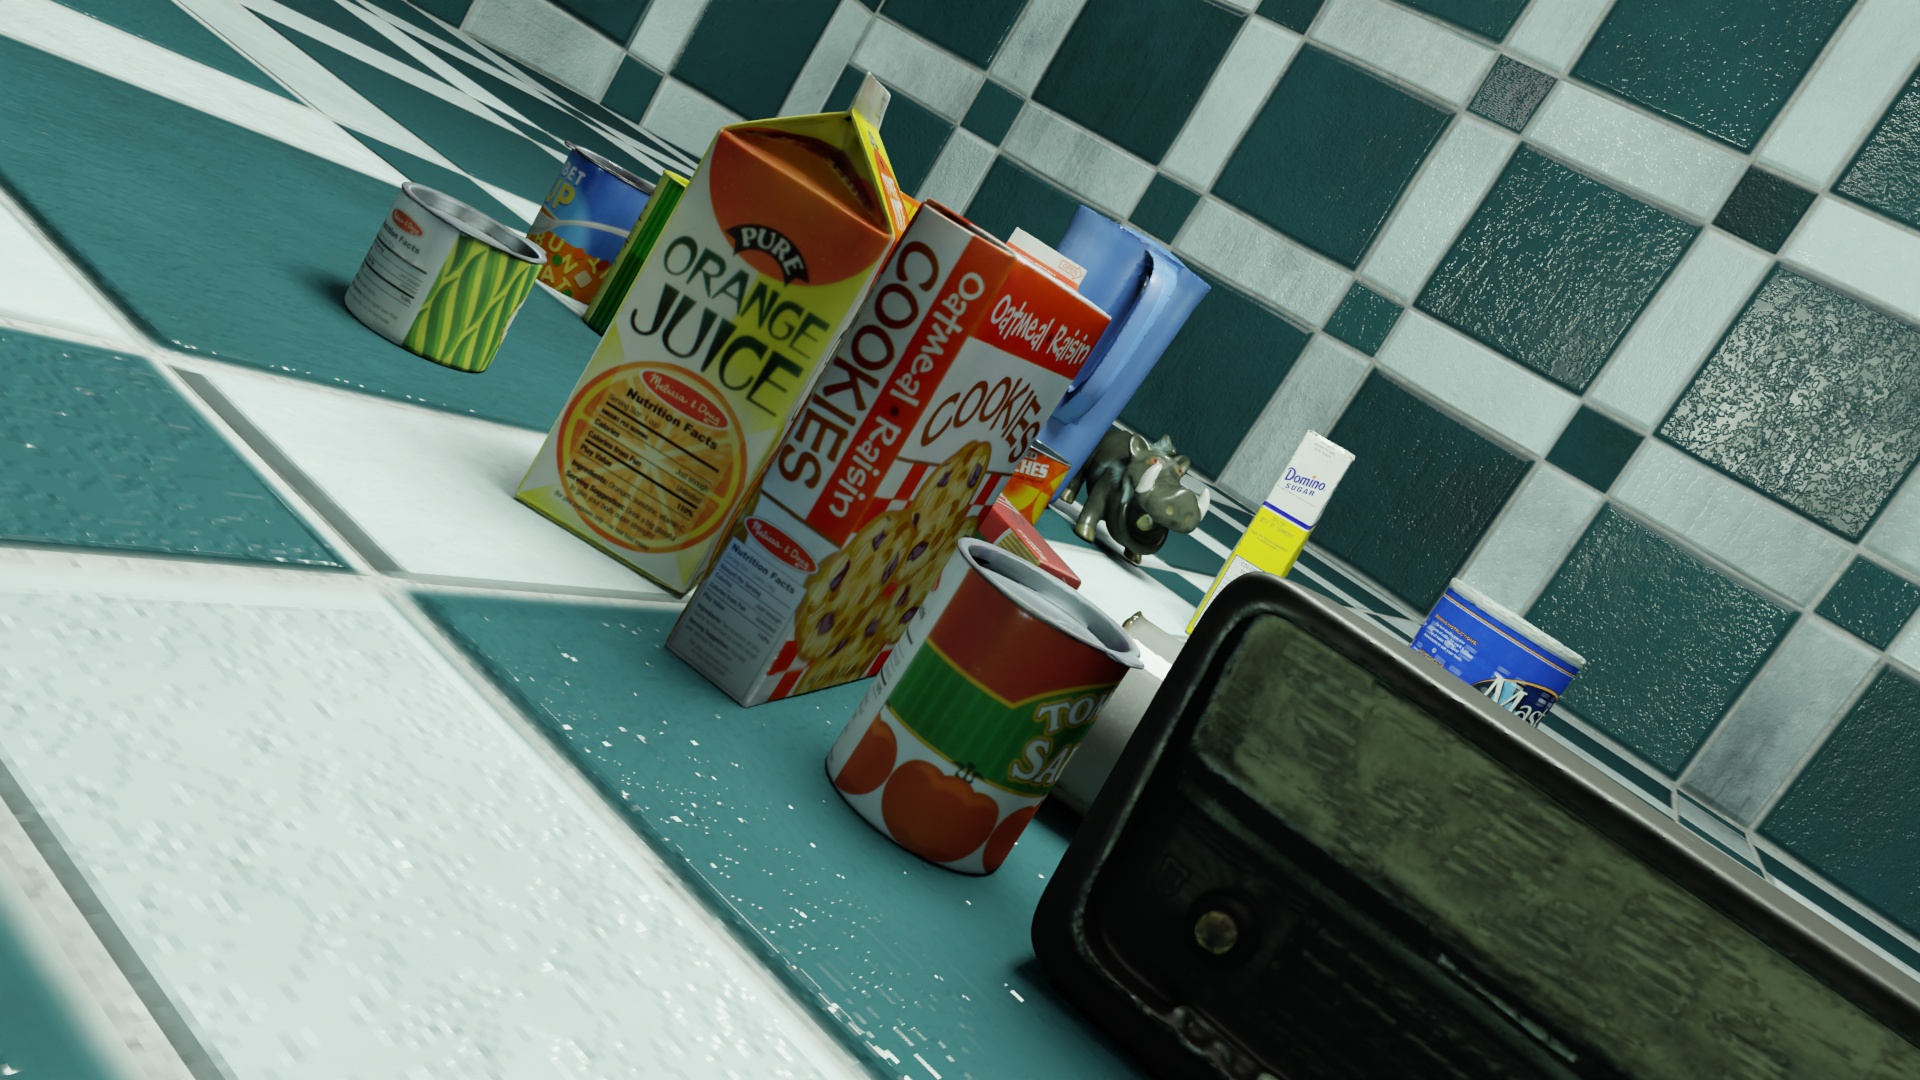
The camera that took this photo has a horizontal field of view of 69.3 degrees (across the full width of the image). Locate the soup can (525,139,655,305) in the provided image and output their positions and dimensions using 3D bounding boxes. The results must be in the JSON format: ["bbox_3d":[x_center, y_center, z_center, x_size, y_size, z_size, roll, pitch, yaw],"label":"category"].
[{"bbox_3d":[-0.242,-0.204,0.898,0.071,0.083,0.071,31,10,-6],"label":"soup can"}]

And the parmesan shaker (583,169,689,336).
[{"bbox_3d":[-0.176,-0.164,0.851,0.071,0.103,0.071,31,10,-6],"label":"parmesan shaker"}]

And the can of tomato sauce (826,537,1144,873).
[{"bbox_3d":[0.008,0.052,0.435,0.071,0.083,0.071,31,10,-6],"label":"can of tomato sauce"}]

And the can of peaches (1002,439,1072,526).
[{"bbox_3d":[0.043,-0.051,1.074,0.071,0.058,0.071,31,10,-6],"label":"can of peaches"}]

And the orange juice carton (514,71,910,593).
[{"bbox_3d":[-0.078,-0.083,0.513,0.073,0.192,0.072,31,10,-2],"label":"orange juice carton"}]

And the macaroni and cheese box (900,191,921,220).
[{"bbox_3d":[-0.068,-0.181,1.061,0.124,0.166,0.040,30,10,-8],"label":"macaroni and cheese box"}]

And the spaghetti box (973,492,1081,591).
[{"bbox_3d":[0.003,-0.010,0.794,0.028,0.050,0.251,27,12,-25],"label":"spaghetti box"}]

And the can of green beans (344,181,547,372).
[{"bbox_3d":[-0.225,-0.114,0.608,0.071,0.057,0.071,31,10,-6],"label":"can of green beans"}]

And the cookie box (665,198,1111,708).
[{"bbox_3d":[-0.020,-0.027,0.488,0.040,0.167,0.123,35,11,16],"label":"cookie box"}]

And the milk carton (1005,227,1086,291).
[{"bbox_3d":[0.023,-0.152,1.115,0.072,0.190,0.073,28,11,-20],"label":"milk carton"}]
